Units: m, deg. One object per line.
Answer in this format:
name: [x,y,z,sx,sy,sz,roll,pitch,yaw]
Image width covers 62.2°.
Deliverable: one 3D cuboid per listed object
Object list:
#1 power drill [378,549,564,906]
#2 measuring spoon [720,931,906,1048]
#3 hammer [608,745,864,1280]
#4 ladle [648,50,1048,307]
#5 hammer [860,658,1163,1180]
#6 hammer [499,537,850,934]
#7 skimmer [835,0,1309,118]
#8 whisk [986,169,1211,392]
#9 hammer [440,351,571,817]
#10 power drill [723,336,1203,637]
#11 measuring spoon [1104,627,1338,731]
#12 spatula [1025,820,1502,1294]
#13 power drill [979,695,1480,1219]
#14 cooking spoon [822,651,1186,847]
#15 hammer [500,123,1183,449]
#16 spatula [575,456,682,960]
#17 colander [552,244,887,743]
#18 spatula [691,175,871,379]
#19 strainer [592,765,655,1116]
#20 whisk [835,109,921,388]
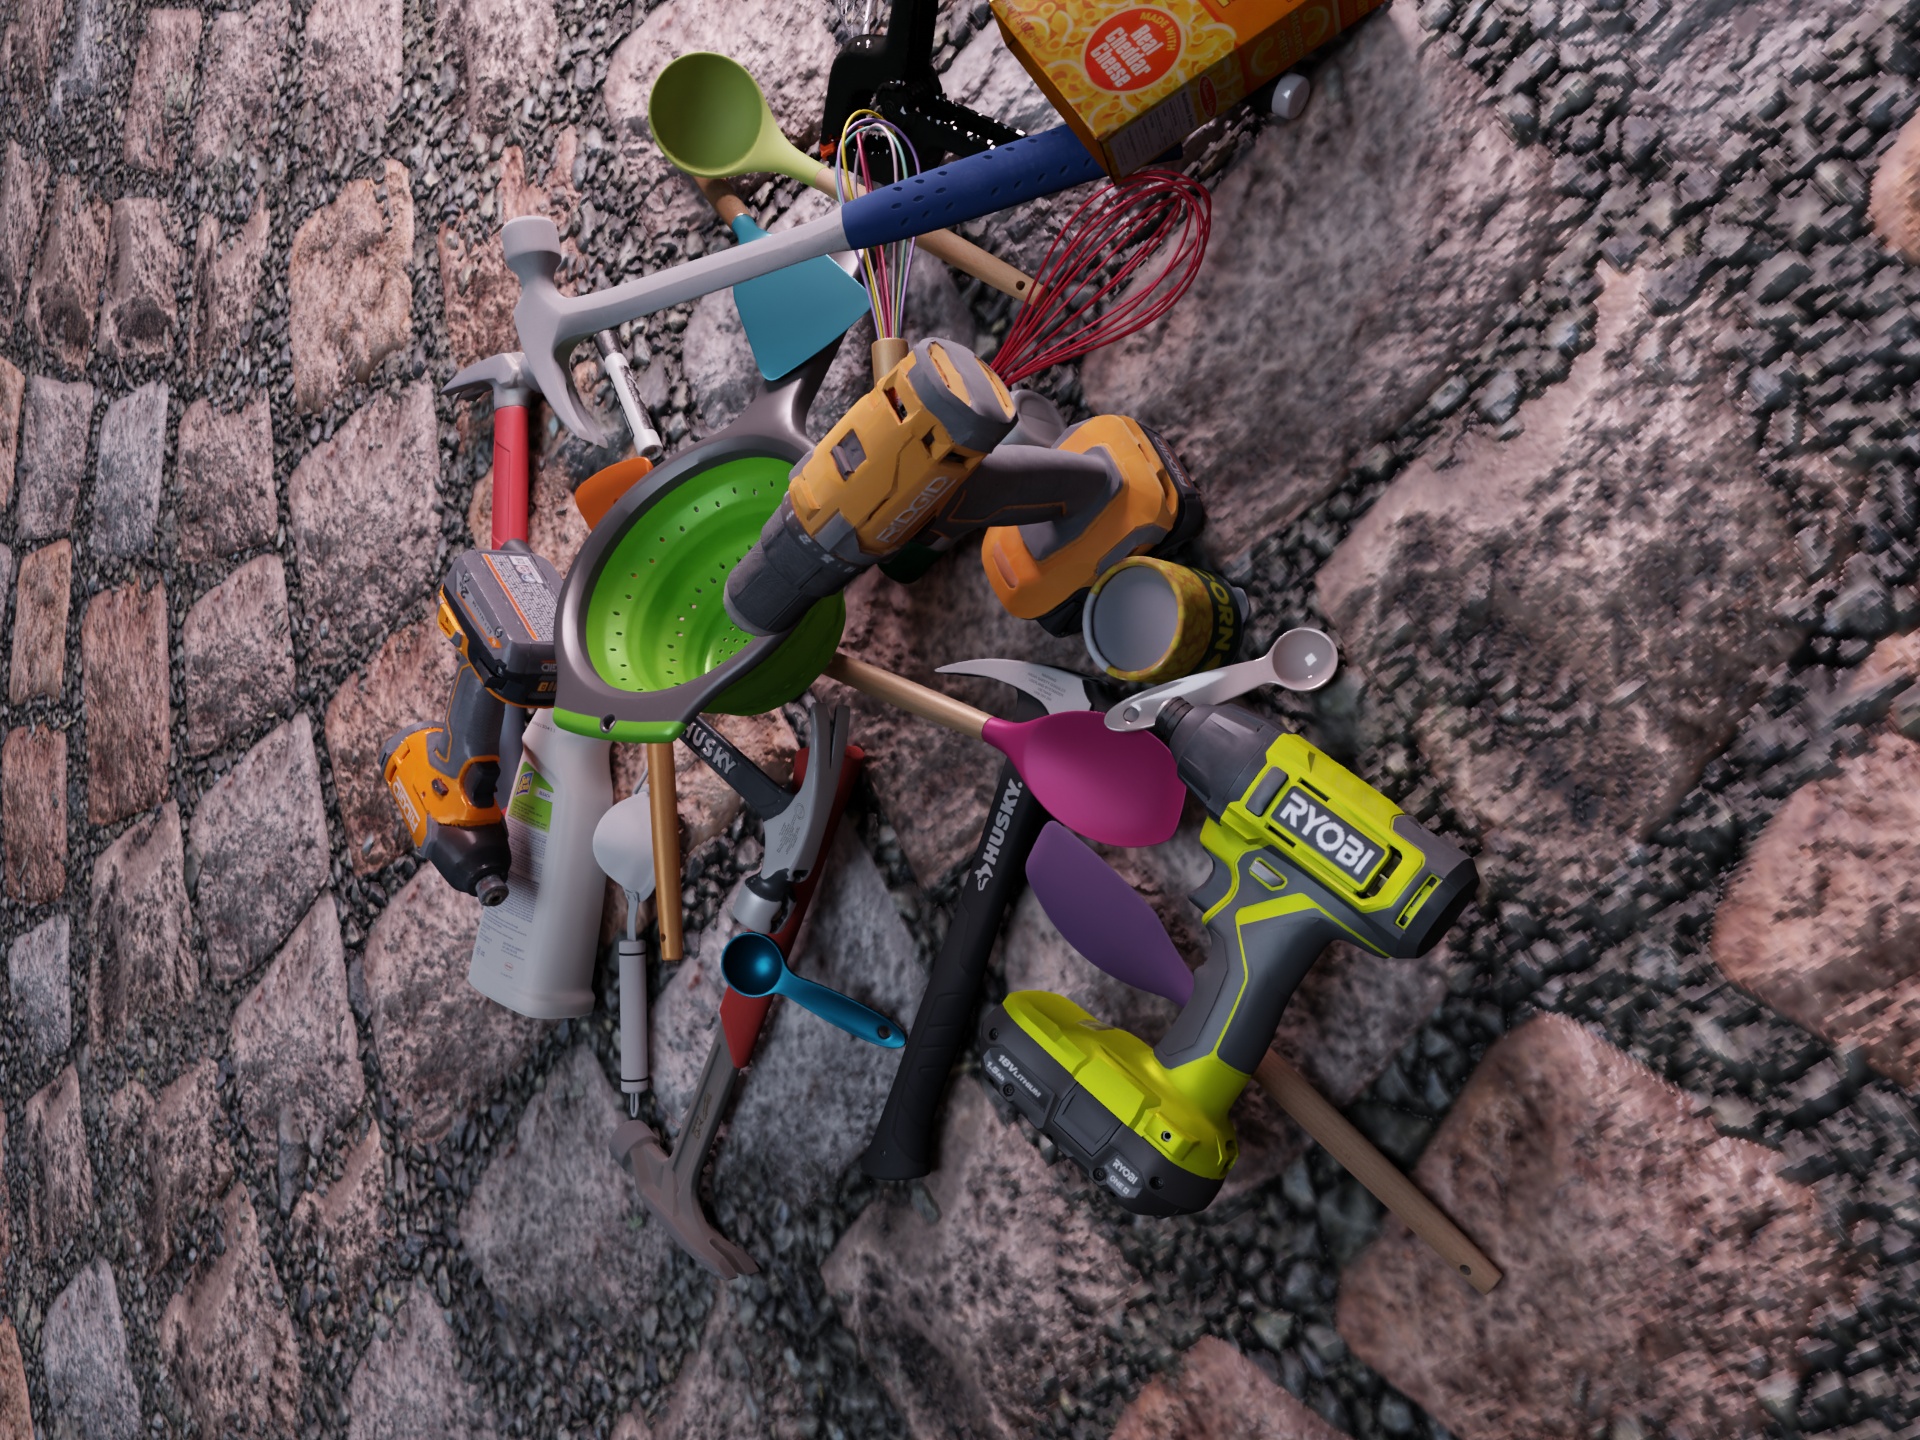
power drill: [-0.333,0.012,1.123,0.164,0.084,0.226,52,125,32]
measuring spoon: [-0.090,0.171,0.999,0.128,0.021,0.042,26,102,6]
hammer: [-0.133,0.183,1.049,0.149,0.036,0.359,33,108,37]
ladle: [-0.075,-0.334,1.000,0.320,0.062,0.078,36,105,25]
hammer: [0.003,0.122,0.939,0.146,0.035,0.334,28,105,38]
hammer: [-0.216,-0.028,1.092,0.409,0.036,0.149,38,110,37]
skimmer: [0.058,-0.418,0.938,0.363,0.090,0.127,33,113,27]
whisk: [0.034,-0.209,0.924,0.296,0.073,0.073,-37,64,39]
hammer: [-0.371,-0.099,1.275,0.143,0.038,0.386,-4,84,42]
power drill: [0.000,-0.100,0.832,0.185,0.226,0.084,-41,62,31]
measuring spoon: [0.134,-0.016,0.822,0.124,0.018,0.034,-18,67,14]
spatula: [0.143,0.167,0.806,0.316,0.018,0.059,42,128,28]
power drill: [0.116,0.110,0.774,0.171,0.080,0.223,38,99,27]
cooking spoon: [-0.001,-0.003,0.916,0.319,0.017,0.068,22,106,38]
hammer: [-0.073,-0.273,0.911,0.405,0.035,0.144,-13,85,15]
spatula: [-0.204,-0.007,1.029,0.081,0.041,0.323,-15,76,39]
colander: [-0.108,-0.141,0.991,0.204,0.094,0.397,6,63,36]
spatula: [-0.148,-0.332,1.068,0.082,0.044,0.318,-36,43,5]
strainer: [-0.237,0.155,1.140,0.087,0.050,0.258,-4,87,56]
whisk: [-0.047,-0.244,0.940,0.051,0.047,0.245,-6,83,15]
